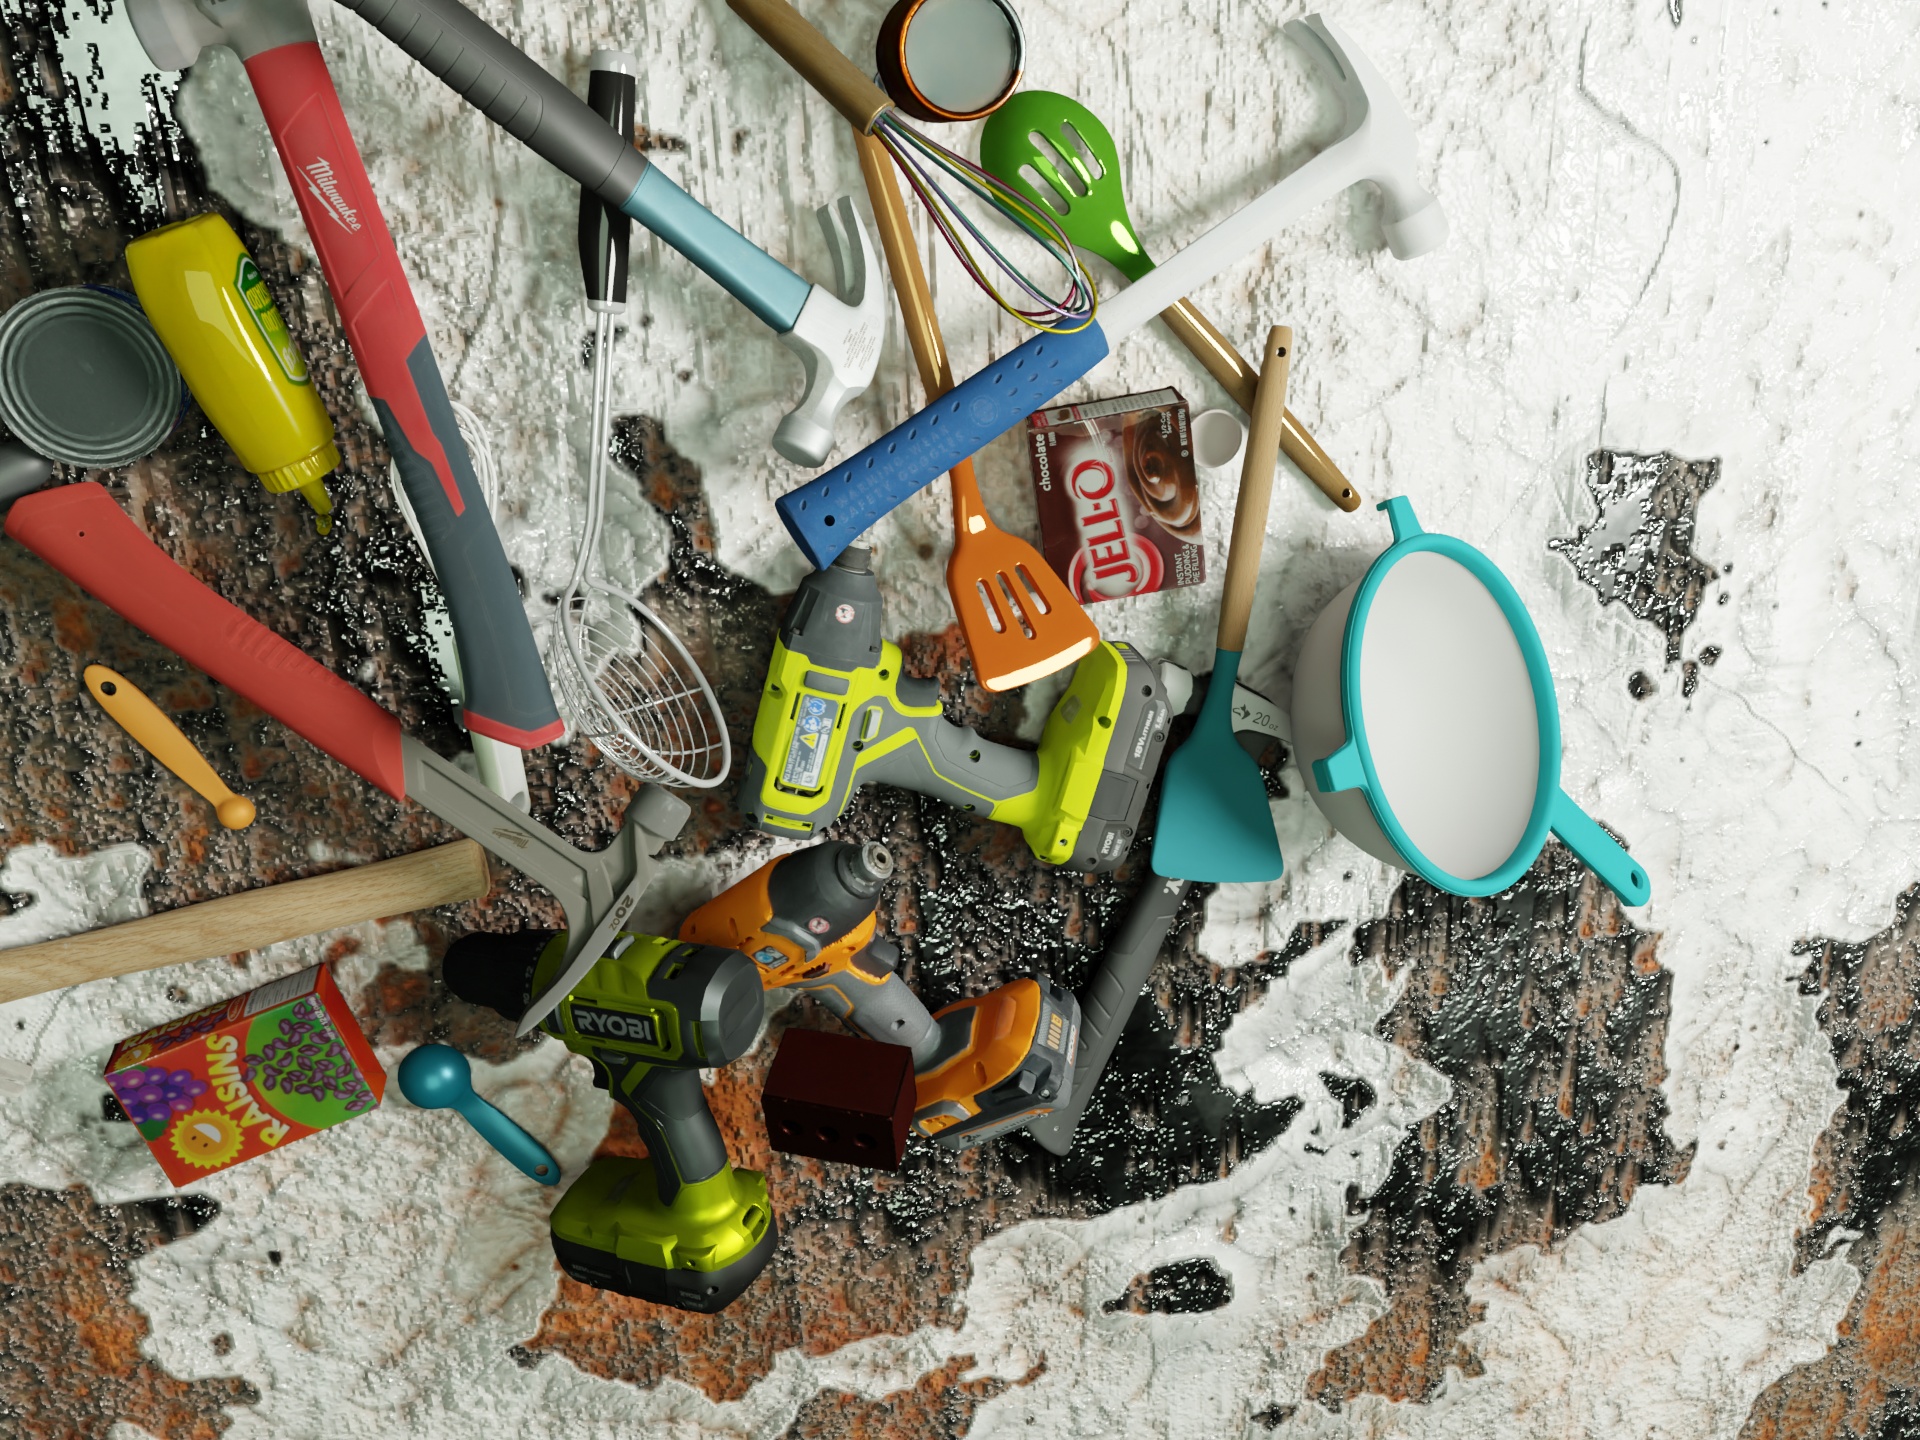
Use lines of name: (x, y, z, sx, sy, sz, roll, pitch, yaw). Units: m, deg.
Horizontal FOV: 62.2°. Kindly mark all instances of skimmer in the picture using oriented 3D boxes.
skimmer: (-0.156, -0.147, 0.812, 0.090, 0.127, 0.363, 7, 102, 10)

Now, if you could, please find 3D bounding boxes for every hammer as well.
hammer: (0.122, 0.132, 1.011, 0.146, 0.035, 0.334, 18, 105, -18)
hammer: (-0.325, 0.007, 0.816, 0.359, 0.037, 0.149, 36, 81, -10)
hammer: (-0.166, -0.261, 0.749, 0.330, 0.033, 0.128, 33, 73, -32)
hammer: (0.076, -0.214, 0.831, 0.405, 0.035, 0.144, -36, 112, -10)
hammer: (-0.429, 0.121, 0.880, 0.331, 0.031, 0.130, -12, 112, -9)
hammer: (-0.255, -0.174, 0.764, 0.143, 0.038, 0.386, -19, 100, -6)

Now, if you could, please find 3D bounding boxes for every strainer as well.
strainer: (0.305, 0.033, 0.978, 0.340, 0.095, 0.211, 36, 61, -31)

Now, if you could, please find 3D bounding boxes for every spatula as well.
spatula: (-0.006, -0.176, 0.846, 0.081, 0.041, 0.322, -23, 106, -24)
spatula: (0.164, -0.064, 0.912, 0.082, 0.044, 0.317, 4, 104, -10)

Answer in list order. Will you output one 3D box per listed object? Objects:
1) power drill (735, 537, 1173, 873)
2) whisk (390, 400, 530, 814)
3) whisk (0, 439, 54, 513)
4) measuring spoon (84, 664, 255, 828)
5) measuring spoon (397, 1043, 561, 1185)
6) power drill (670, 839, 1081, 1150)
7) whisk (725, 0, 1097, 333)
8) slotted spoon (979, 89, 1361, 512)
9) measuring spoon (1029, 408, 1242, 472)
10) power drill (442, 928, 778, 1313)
power drill: (-0.001, -0.003, 0.912, 0.223, 0.080, 0.171, 12, 107, -14)
whisk: (-0.260, -0.052, 0.849, 0.059, 0.058, 0.246, 12, 119, 29)
whisk: (-0.570, -0.060, 0.771, 0.284, 0.070, 0.070, -31, 114, -6)
measuring spoon: (-0.424, 0.016, 0.852, 0.021, 0.011, 0.116, -36, 114, 1)
measuring spoon: (-0.288, 0.246, 0.963, 0.042, 0.021, 0.128, -39, 112, 3)
power drill: (-0.036, 0.154, 0.927, 0.226, 0.084, 0.164, 37, 131, -22)
whisk: (-0.026, -0.277, 0.776, 0.245, 0.051, 0.047, 44, 92, 2)
slotted spoon: (0.129, -0.223, 0.887, 0.313, 0.031, 0.070, 41, 93, -24)
measuring spoon: (0.100, -0.157, 0.913, 0.124, 0.018, 0.034, -9, 117, -2)
power drill: (-0.199, 0.221, 0.923, 0.190, 0.080, 0.228, 5, 117, 21)
